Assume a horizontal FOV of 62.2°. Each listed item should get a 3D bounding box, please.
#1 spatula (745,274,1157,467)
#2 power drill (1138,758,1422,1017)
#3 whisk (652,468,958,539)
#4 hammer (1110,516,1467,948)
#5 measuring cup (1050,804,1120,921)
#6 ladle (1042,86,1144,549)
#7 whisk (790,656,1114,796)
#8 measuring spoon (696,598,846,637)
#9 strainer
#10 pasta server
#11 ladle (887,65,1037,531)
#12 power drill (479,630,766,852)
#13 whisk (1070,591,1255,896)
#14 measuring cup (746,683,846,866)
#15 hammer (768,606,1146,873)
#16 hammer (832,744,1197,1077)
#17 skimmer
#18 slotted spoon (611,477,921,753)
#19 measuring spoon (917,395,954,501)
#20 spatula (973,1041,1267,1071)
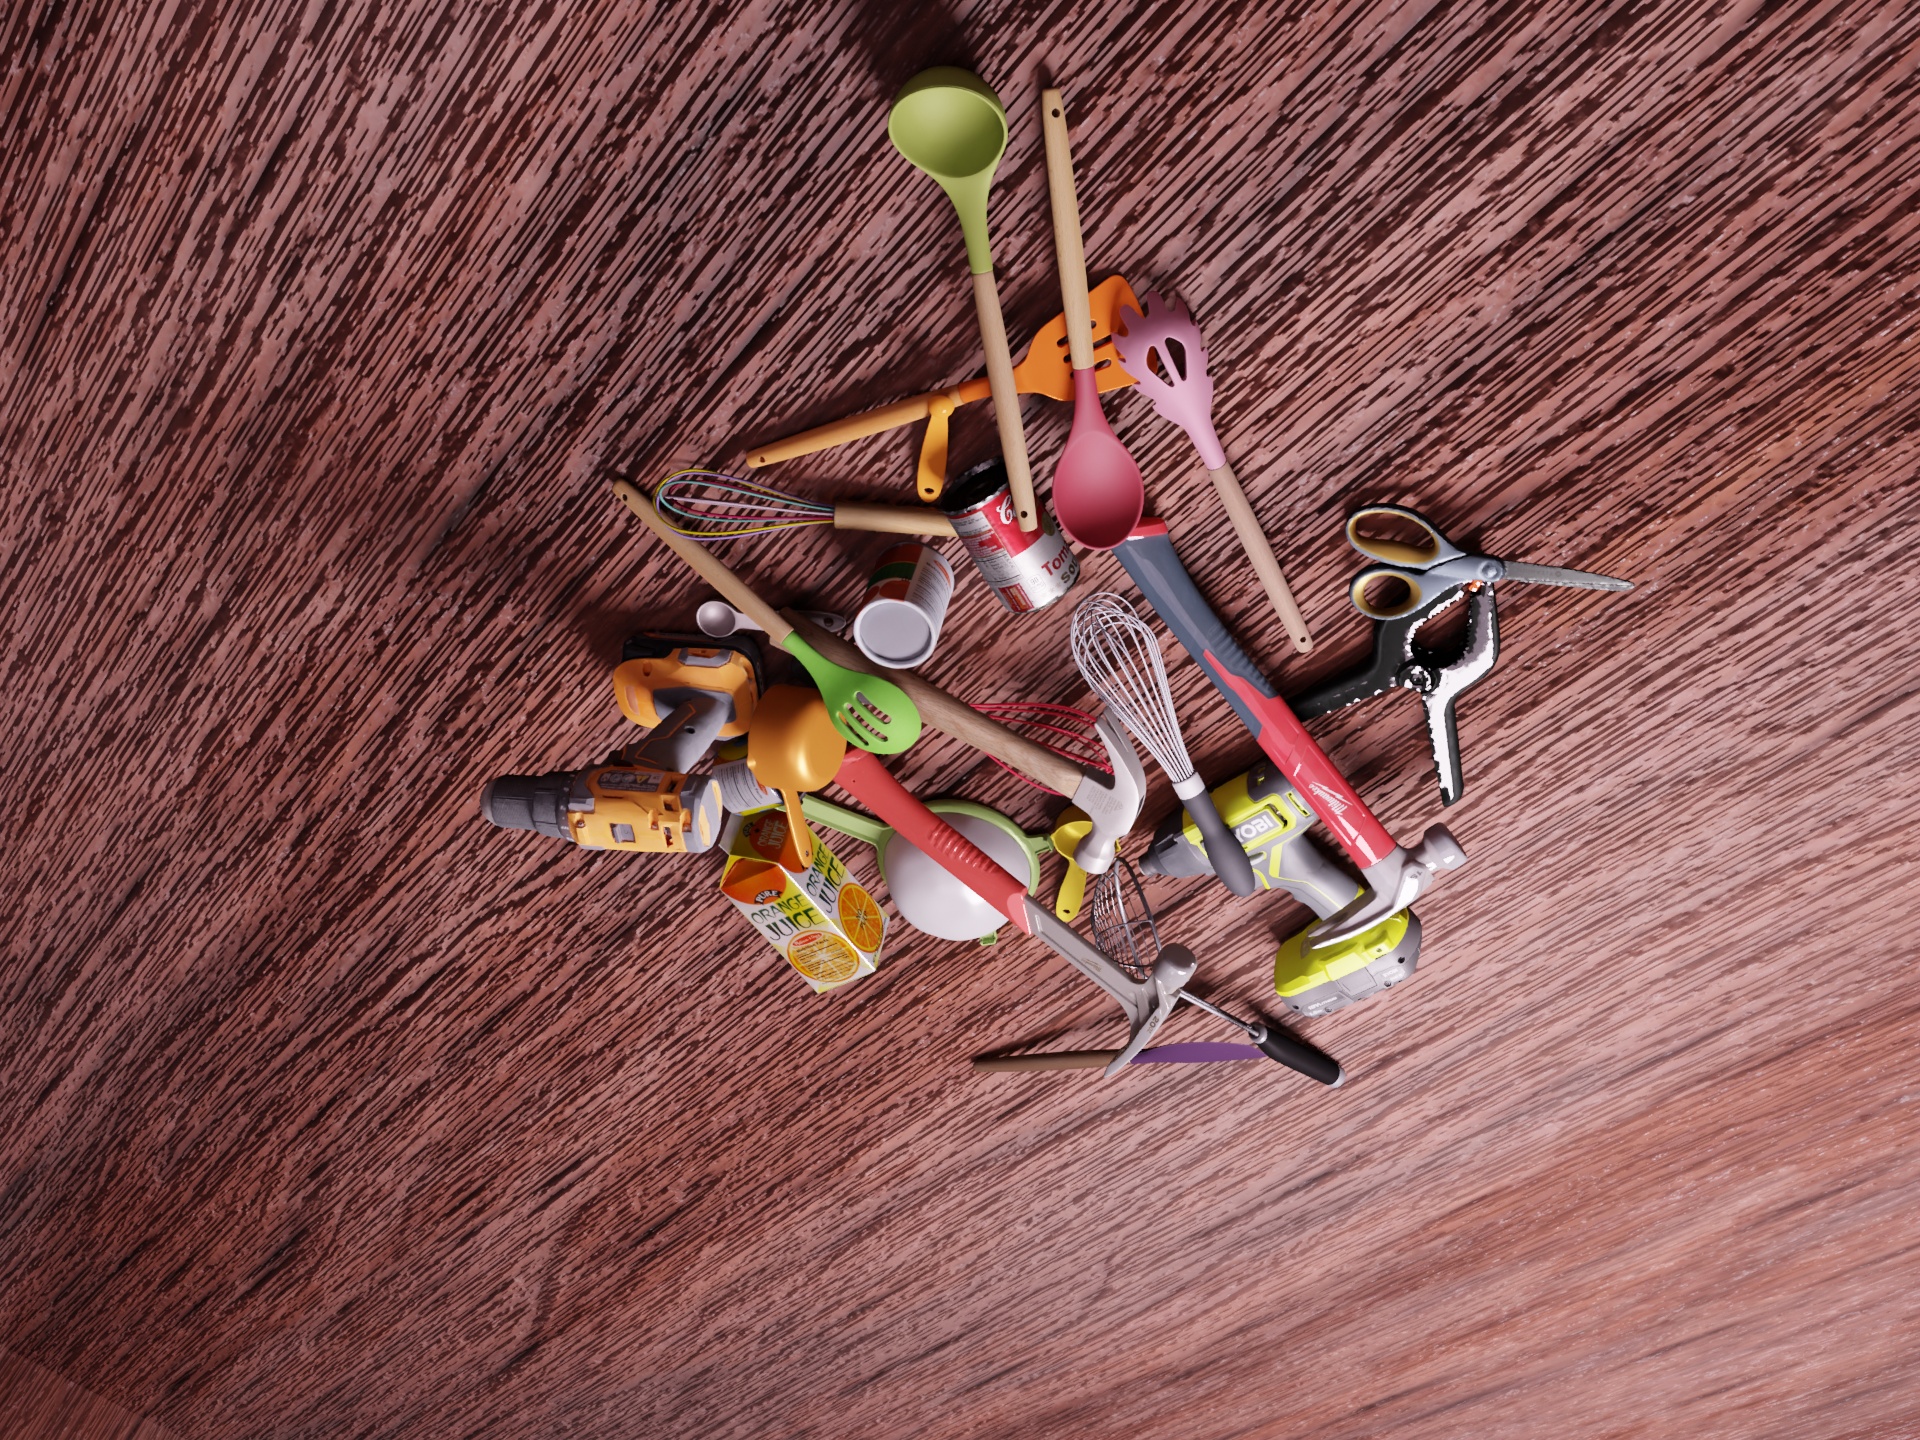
[{"bbox_3d":[-0.018,-0.237,1.167,0.322,0.041,0.081,-12,123,25],"label":"spatula"},{"bbox_3d":[0.275,0.145,1.366,0.171,0.080,0.223,-32,111,29],"label":"power drill"},{"bbox_3d":[-0.118,-0.165,1.231,0.245,0.047,0.051,5,140,3],"label":"whisk"},{"bbox_3d":[0.226,0.005,1.240,0.143,0.038,0.386,-37,102,15],"label":"hammer"},{"bbox_3d":[0.105,0.128,1.422,0.062,0.029,0.156,10,140,1],"label":"measuring cup"},{"bbox_3d":[0.081,-0.268,1.094,0.069,0.031,0.315,-15,118,-11],"label":"ladle"},{"bbox_3d":[-0.002,-0.004,1.321,0.296,0.073,0.073,18,129,6],"label":"whisk"},{"bbox_3d":[-0.156,-0.086,1.317,0.124,0.018,0.034,2,123,1],"label":"measuring spoon"},{"bbox_3d":[-0.055,0.128,1.419,0.256,0.069,0.151,22,128,-8],"label":"strainer"},{"bbox_3d":[0.197,-0.171,1.167,0.060,0.040,0.316,-26,124,12],"label":"pasta server"},{"bbox_3d":[0.016,-0.275,1.078,0.078,0.062,0.320,-2,117,20],"label":"ladle"},{"bbox_3d":[-0.264,0.019,1.279,0.185,0.226,0.084,2,127,10],"label":"power drill"},{"bbox_3d":[0.168,0.023,1.270,0.070,0.070,0.284,-23,106,26],"label":"whisk"},{"bbox_3d":[-0.125,0.052,1.334,0.052,0.095,0.173,5,120,26],"label":"measuring cup"},{"bbox_3d":[-0.004,-0.004,1.271,0.331,0.031,0.130,28,124,7],"label":"hammer"},{"bbox_3d":[0.025,0.144,1.345,0.359,0.037,0.149,37,129,14],"label":"hammer"},{"bbox_3d":[0.248,0.240,1.430,0.363,0.127,0.090,32,108,-30],"label":"skimmer"},{"bbox_3d":[-0.158,-0.082,1.262,0.314,0.031,0.070,42,123,-1],"label":"slotted spoon"},{"bbox_3d":[-0.019,-0.197,1.179,0.021,0.011,0.116,7,148,-3],"label":"measuring spoon"},{"bbox_3d":[0.141,0.321,1.517,0.316,0.018,0.059,-13,147,36],"label":"spatula"}]
